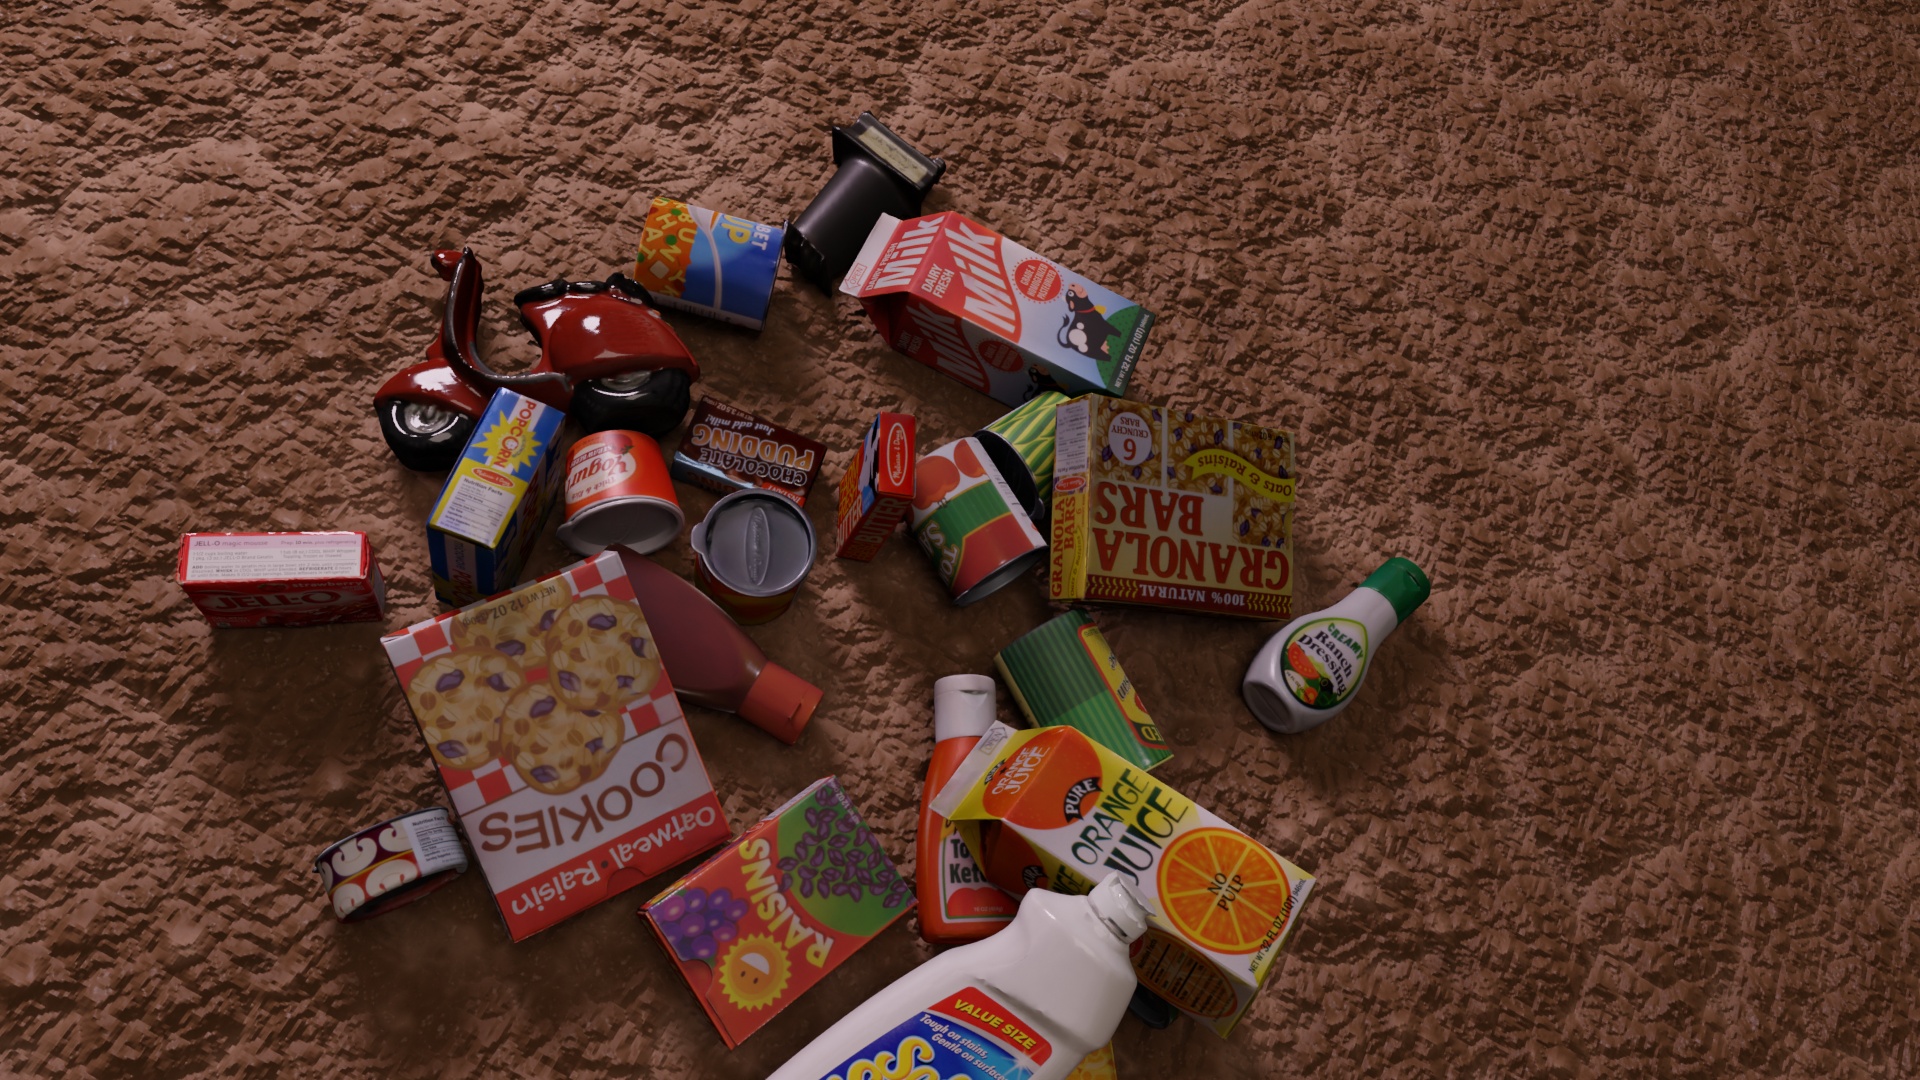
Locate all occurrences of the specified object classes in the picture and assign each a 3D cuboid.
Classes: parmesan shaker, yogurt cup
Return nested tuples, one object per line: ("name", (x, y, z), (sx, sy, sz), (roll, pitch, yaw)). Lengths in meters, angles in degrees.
("parmesan shaker", (0.072, 0.099, 0.821), (0.071, 0.071, 0.103), (-24, 77, -23))
("yogurt cup", (-0.197, -0.028, 0.803), (0.072, 0.072, 0.054), (-7, 62, -18))

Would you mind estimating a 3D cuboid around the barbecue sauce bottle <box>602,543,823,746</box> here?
("barbecue sauce bottle", (-0.150, 0.064, 0.788), (0.148, 0.043, 0.065), (31, 78, -2))

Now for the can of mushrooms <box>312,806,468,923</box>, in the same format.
("can of mushrooms", (-0.287, 0.164, 0.698), (0.071, 0.070, 0.033), (-23, 77, -23))

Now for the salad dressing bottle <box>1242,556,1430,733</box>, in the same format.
("salad dressing bottle", (0.246, 0.064, 0.899), (0.148, 0.043, 0.064), (-37, 85, -25))

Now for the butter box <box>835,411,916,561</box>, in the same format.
("butter box", (-0.051, -0.030, 0.822), (0.024, 0.103, 0.053), (8, 65, -16))

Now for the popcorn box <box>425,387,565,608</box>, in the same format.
("popcorn box", (-0.249, -0.016, 0.748), (0.038, 0.126, 0.085), (22, 65, -9))

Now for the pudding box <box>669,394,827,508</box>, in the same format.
("pudding box", (-0.129, -0.048, 0.848), (0.084, 0.030, 0.050), (23, 65, -5))

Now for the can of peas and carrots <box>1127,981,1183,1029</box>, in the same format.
("can of peas and carrots", (0.116, 0.229, 0.780), (0.059, 0.070, 0.071), (-30, 79, -25))

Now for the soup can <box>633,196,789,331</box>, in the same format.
("soup can", (-0.156, -0.176, 0.871), (0.084, 0.071, 0.071), (14, 66, -10))

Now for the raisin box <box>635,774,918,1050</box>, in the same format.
("raisin box", (-0.097, 0.197, 0.744), (0.124, 0.040, 0.086), (-33, 91, -24))

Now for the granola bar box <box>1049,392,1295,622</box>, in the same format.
("granola bar box", (0.135, -0.017, 0.864), (0.166, 0.039, 0.124), (7, 82, -30))

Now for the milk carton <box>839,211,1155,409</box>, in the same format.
("milk carton", (0.021, -0.147, 0.907), (0.190, 0.073, 0.072), (27, 64, -3))

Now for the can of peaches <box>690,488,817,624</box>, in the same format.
("can of peaches", (-0.123, 0.010, 0.810), (0.071, 0.057, 0.071), (5, 68, -13))

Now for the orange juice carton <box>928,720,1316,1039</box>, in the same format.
("orange juice carton", (0.080, 0.168, 0.736), (0.193, 0.072, 0.072), (31, 53, 17))

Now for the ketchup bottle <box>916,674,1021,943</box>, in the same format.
("ketchup bottle", (0.005, 0.153, 0.796), (0.065, 0.043, 0.149), (4, 67, -18))

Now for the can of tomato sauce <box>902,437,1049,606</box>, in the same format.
("can of tomato sauce", (0.003, -0.011, 0.850), (0.071, 0.071, 0.083), (-28, 77, -24))

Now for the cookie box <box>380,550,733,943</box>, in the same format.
("cookie box", (-0.208, 0.105, 0.726), (0.123, 0.040, 0.167), (-23, 98, -22))

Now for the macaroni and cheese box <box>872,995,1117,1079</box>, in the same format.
("macaroni and cheese box", (0.025, 0.319, 0.734), (0.124, 0.040, 0.167), (-1, 68, -15))

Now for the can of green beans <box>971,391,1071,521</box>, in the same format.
("can of green beans", (0.049, -0.053, 0.880), (0.058, 0.071, 0.071), (-32, 80, -25))
